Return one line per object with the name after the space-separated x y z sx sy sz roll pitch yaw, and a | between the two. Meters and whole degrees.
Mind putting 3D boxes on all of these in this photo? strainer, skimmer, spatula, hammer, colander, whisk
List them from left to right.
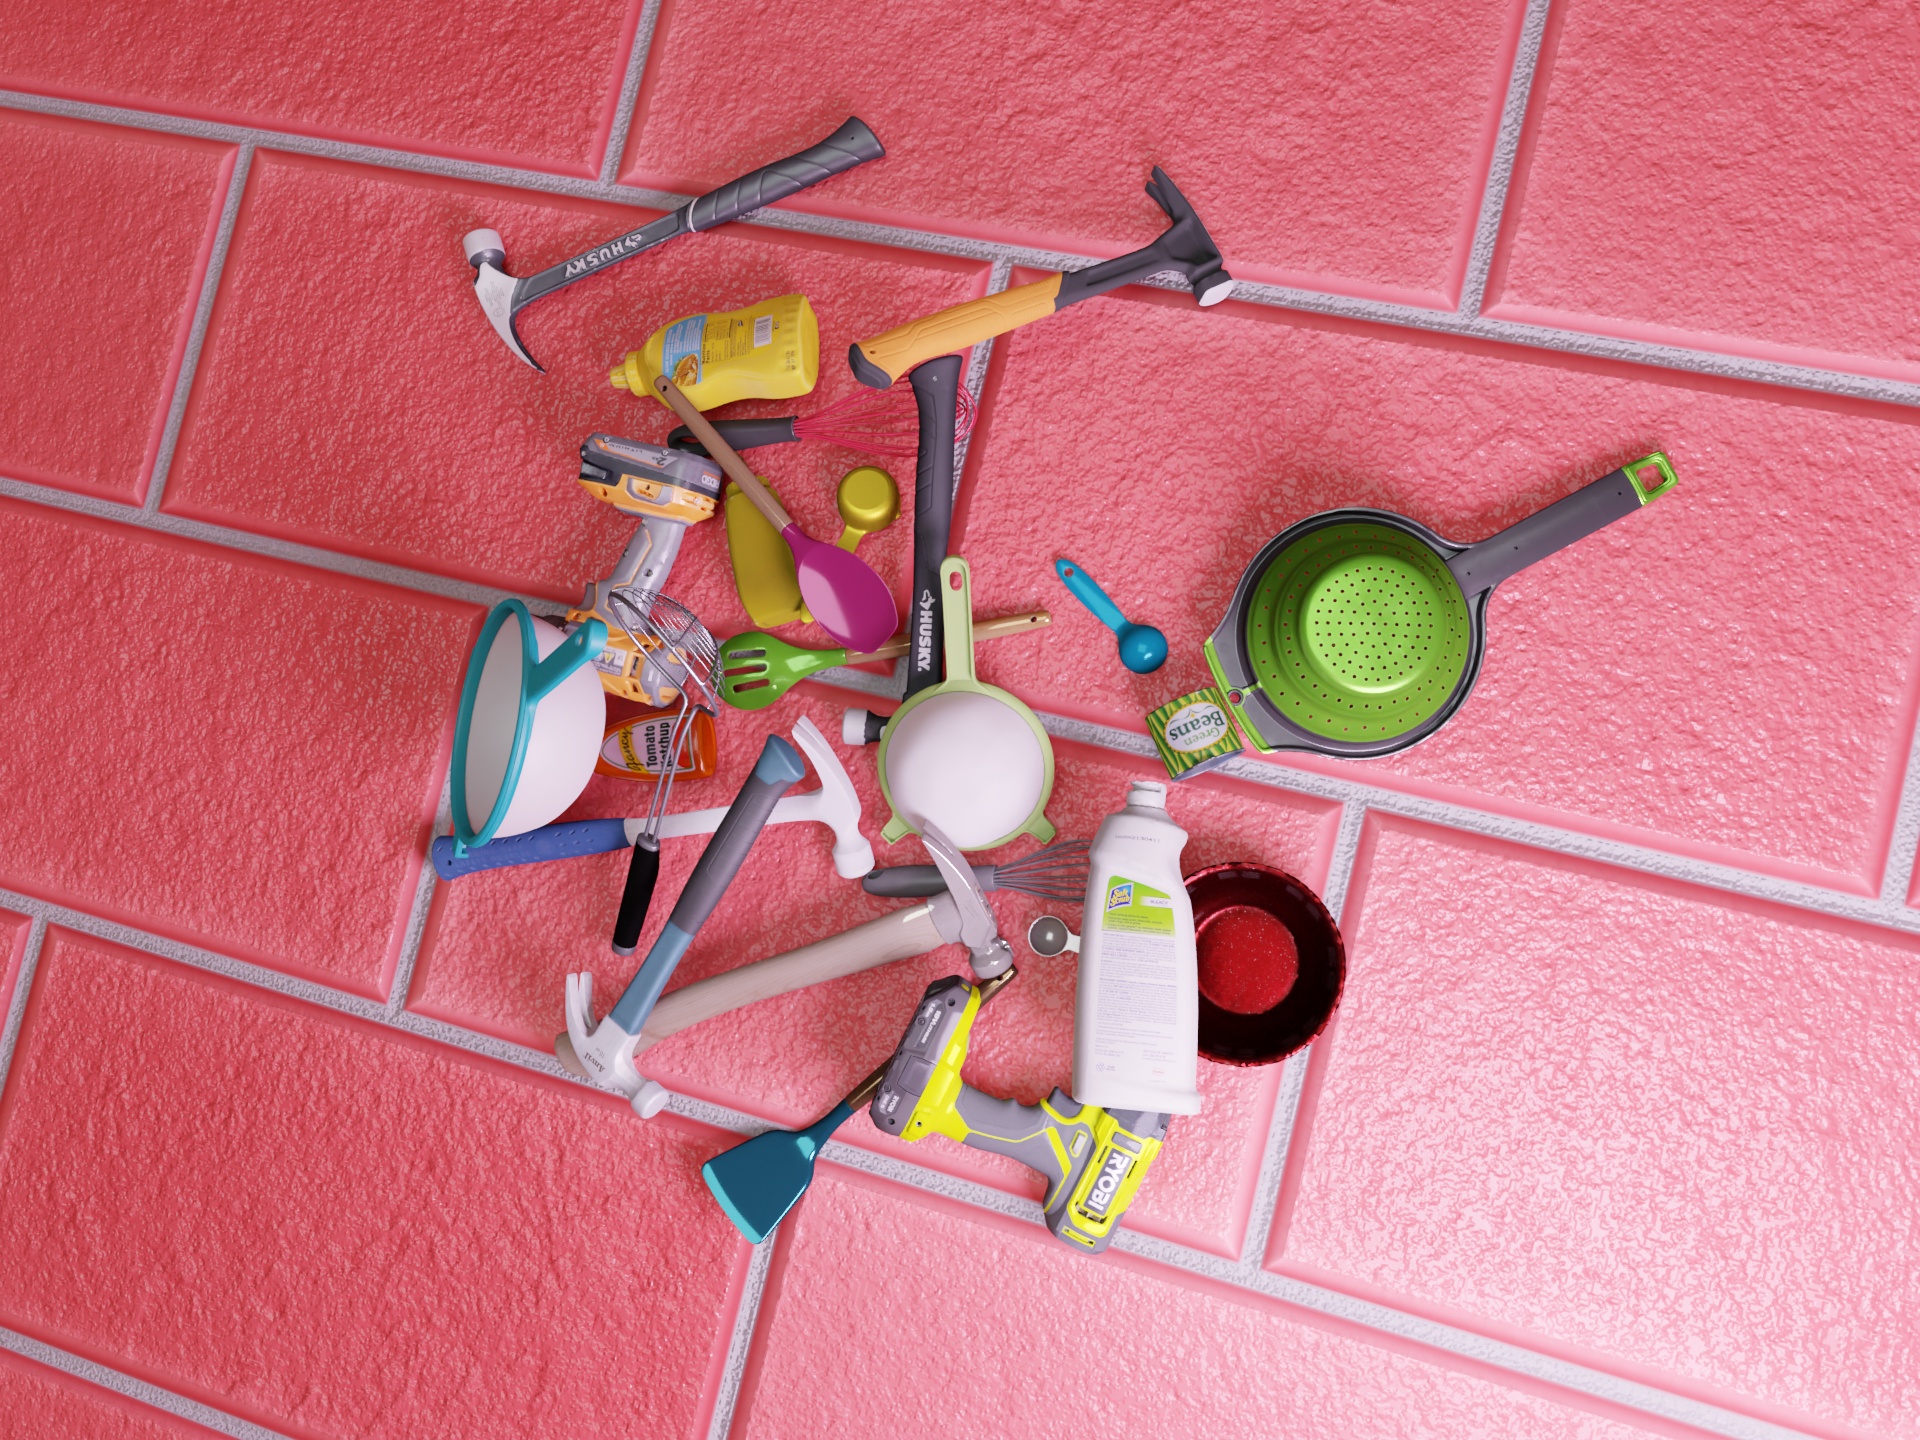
-0.324 -0.010 1.300 0.340 0.095 0.211 -27 58 52 | strainer
-0.269 0.057 1.314 0.127 0.090 0.363 38 123 31 | skimmer
-0.283 0.091 1.400 0.405 0.035 0.144 -9 110 16 | hammer
-0.261 -0.455 1.470 0.409 0.036 0.149 -20 81 10 | hammer
-0.224 0.161 1.327 0.128 0.033 0.331 35 99 21 | hammer
-0.169 0.213 1.353 0.410 0.038 0.146 -21 114 14 | hammer
-0.127 -0.260 1.407 0.296 0.073 0.073 -3 84 18 | whisk
-0.075 0.311 1.344 0.317 0.044 0.082 -41 74 5 | spatula
-0.020 -0.138 1.343 0.146 0.035 0.334 4 98 8 | hammer
-0.002 -0.004 1.302 0.151 0.069 0.256 0 106 9 | strainer
0.029 0.130 1.340 0.239 0.055 0.055 -5 83 17 | whisk
0.058 -0.355 1.317 0.337 0.034 0.127 -24 78 -17 | hammer
0.386 -0.110 1.239 0.397 0.094 0.204 -28 86 3 | colander

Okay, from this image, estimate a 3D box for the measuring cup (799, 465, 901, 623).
-0.102 -0.155 1.383 0.062 0.029 0.156 23 72 9 | measuring cup

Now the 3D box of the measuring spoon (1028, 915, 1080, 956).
0.117 0.192 1.330 0.124 0.018 0.034 14 87 7 | measuring spoon

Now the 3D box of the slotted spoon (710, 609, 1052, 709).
-0.075 -0.063 1.391 0.314 0.031 0.070 -10 87 10 | slotted spoon

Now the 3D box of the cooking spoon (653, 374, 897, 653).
-0.163 -0.183 1.363 0.068 0.017 0.319 -45 77 17 | cooking spoon

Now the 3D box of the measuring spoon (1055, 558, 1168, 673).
0.124 -0.092 1.350 0.042 0.021 0.129 -44 78 5 | measuring spoon

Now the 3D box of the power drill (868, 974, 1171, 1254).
0.054 0.305 1.287 0.223 0.080 0.171 27 92 1 | power drill

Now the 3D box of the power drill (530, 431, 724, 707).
-0.319 -0.139 1.431 0.185 0.084 0.226 14 92 16 | power drill
